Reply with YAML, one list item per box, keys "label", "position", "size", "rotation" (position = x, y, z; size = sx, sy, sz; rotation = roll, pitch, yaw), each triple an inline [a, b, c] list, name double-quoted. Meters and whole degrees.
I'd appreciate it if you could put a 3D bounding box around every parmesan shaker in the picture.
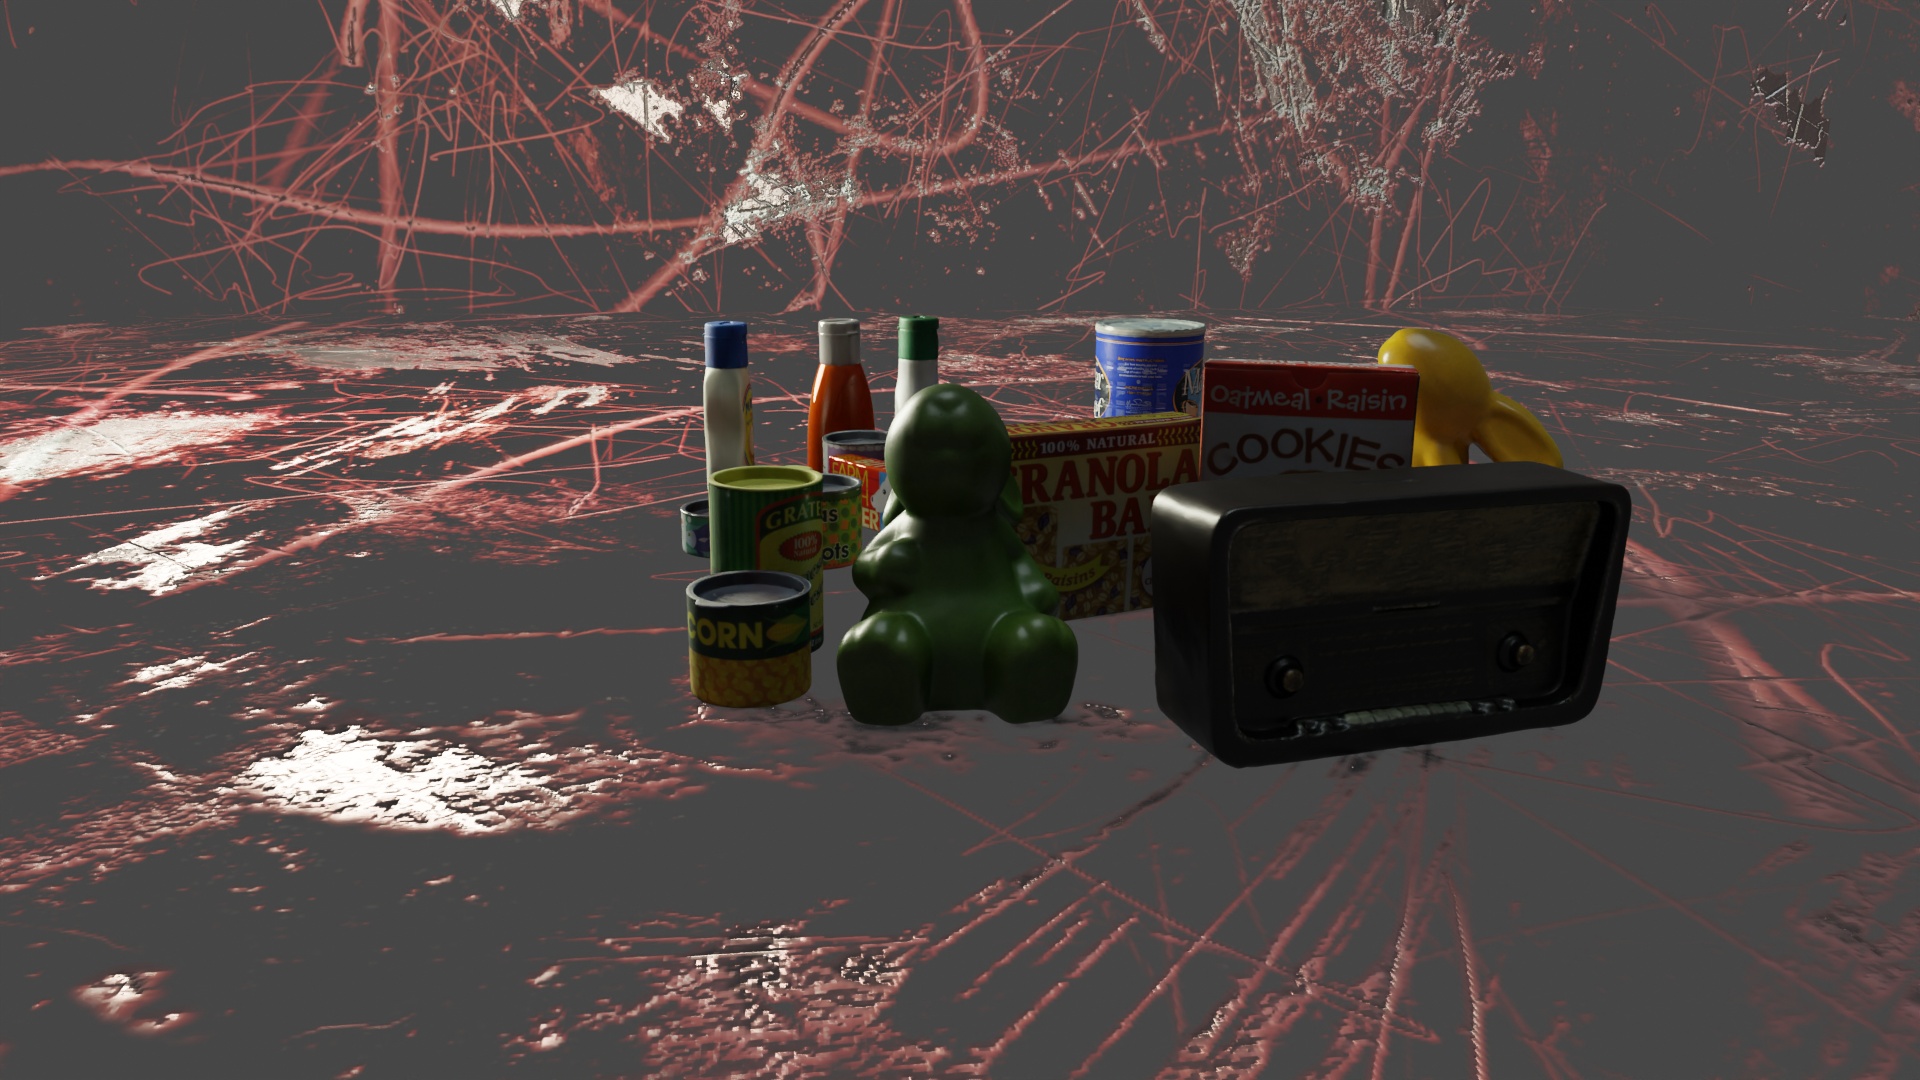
- label: "parmesan shaker"
  position: [-0.111, 0.012, 0.817]
  size: [0.071, 0.102, 0.071]
  rotation: [0, 14, 0]

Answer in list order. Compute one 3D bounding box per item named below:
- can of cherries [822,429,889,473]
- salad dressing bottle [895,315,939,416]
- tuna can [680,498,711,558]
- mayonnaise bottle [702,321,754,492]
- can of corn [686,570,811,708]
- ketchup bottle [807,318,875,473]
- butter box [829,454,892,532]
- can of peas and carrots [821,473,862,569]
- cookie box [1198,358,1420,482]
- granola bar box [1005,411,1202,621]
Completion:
- label: "can of cherries"
  position: [-0.081, -0.060, 1.178]
  size: [0.071, 0.058, 0.072]
  rotation: [0, 14, 0]
- label: "salad dressing bottle"
  position: [-0.039, -0.132, 1.281]
  size: [0.044, 0.147, 0.064]
  rotation: [0, 14, -3]
- label: "tuna can"
  position: [-0.172, -0.010, 1.036]
  size: [0.071, 0.032, 0.071]
  rotation: [0, 15, 0]
- label: "mayonnaise bottle"
  position: [-0.202, -0.115, 1.212]
  size: [0.041, 0.147, 0.065]
  rotation: [1, 14, 2]
- label: "can of corn"
  position: [-0.115, 0.053, 0.748]
  size: [0.071, 0.058, 0.071]
  rotation: [0, 14, 0]
- label: "ketchup bottle"
  position: [-0.106, -0.121, 1.235]
  size: [0.065, 0.148, 0.043]
  rotation: [-13, 20, -43]
- label: "butter box"
  position: [-0.065, -0.036, 1.098]
  size: [0.024, 0.053, 0.103]
  rotation: [-12, 19, -40]
- label: "can of peas and carrots"
  position: [-0.104, -0.014, 1.002]
  size: [0.071, 0.058, 0.071]
  rotation: [0, 14, 0]
- label: "cookie box"
  position: [0.206, -0.024, 0.838]
  size: [0.123, 0.167, 0.040]
  rotation: [3, 14, 12]
- label: "granola bar box"
  position: [0.075, -0.014, 0.879]
  size: [0.166, 0.123, 0.039]
  rotation: [-7, 16, -26]
